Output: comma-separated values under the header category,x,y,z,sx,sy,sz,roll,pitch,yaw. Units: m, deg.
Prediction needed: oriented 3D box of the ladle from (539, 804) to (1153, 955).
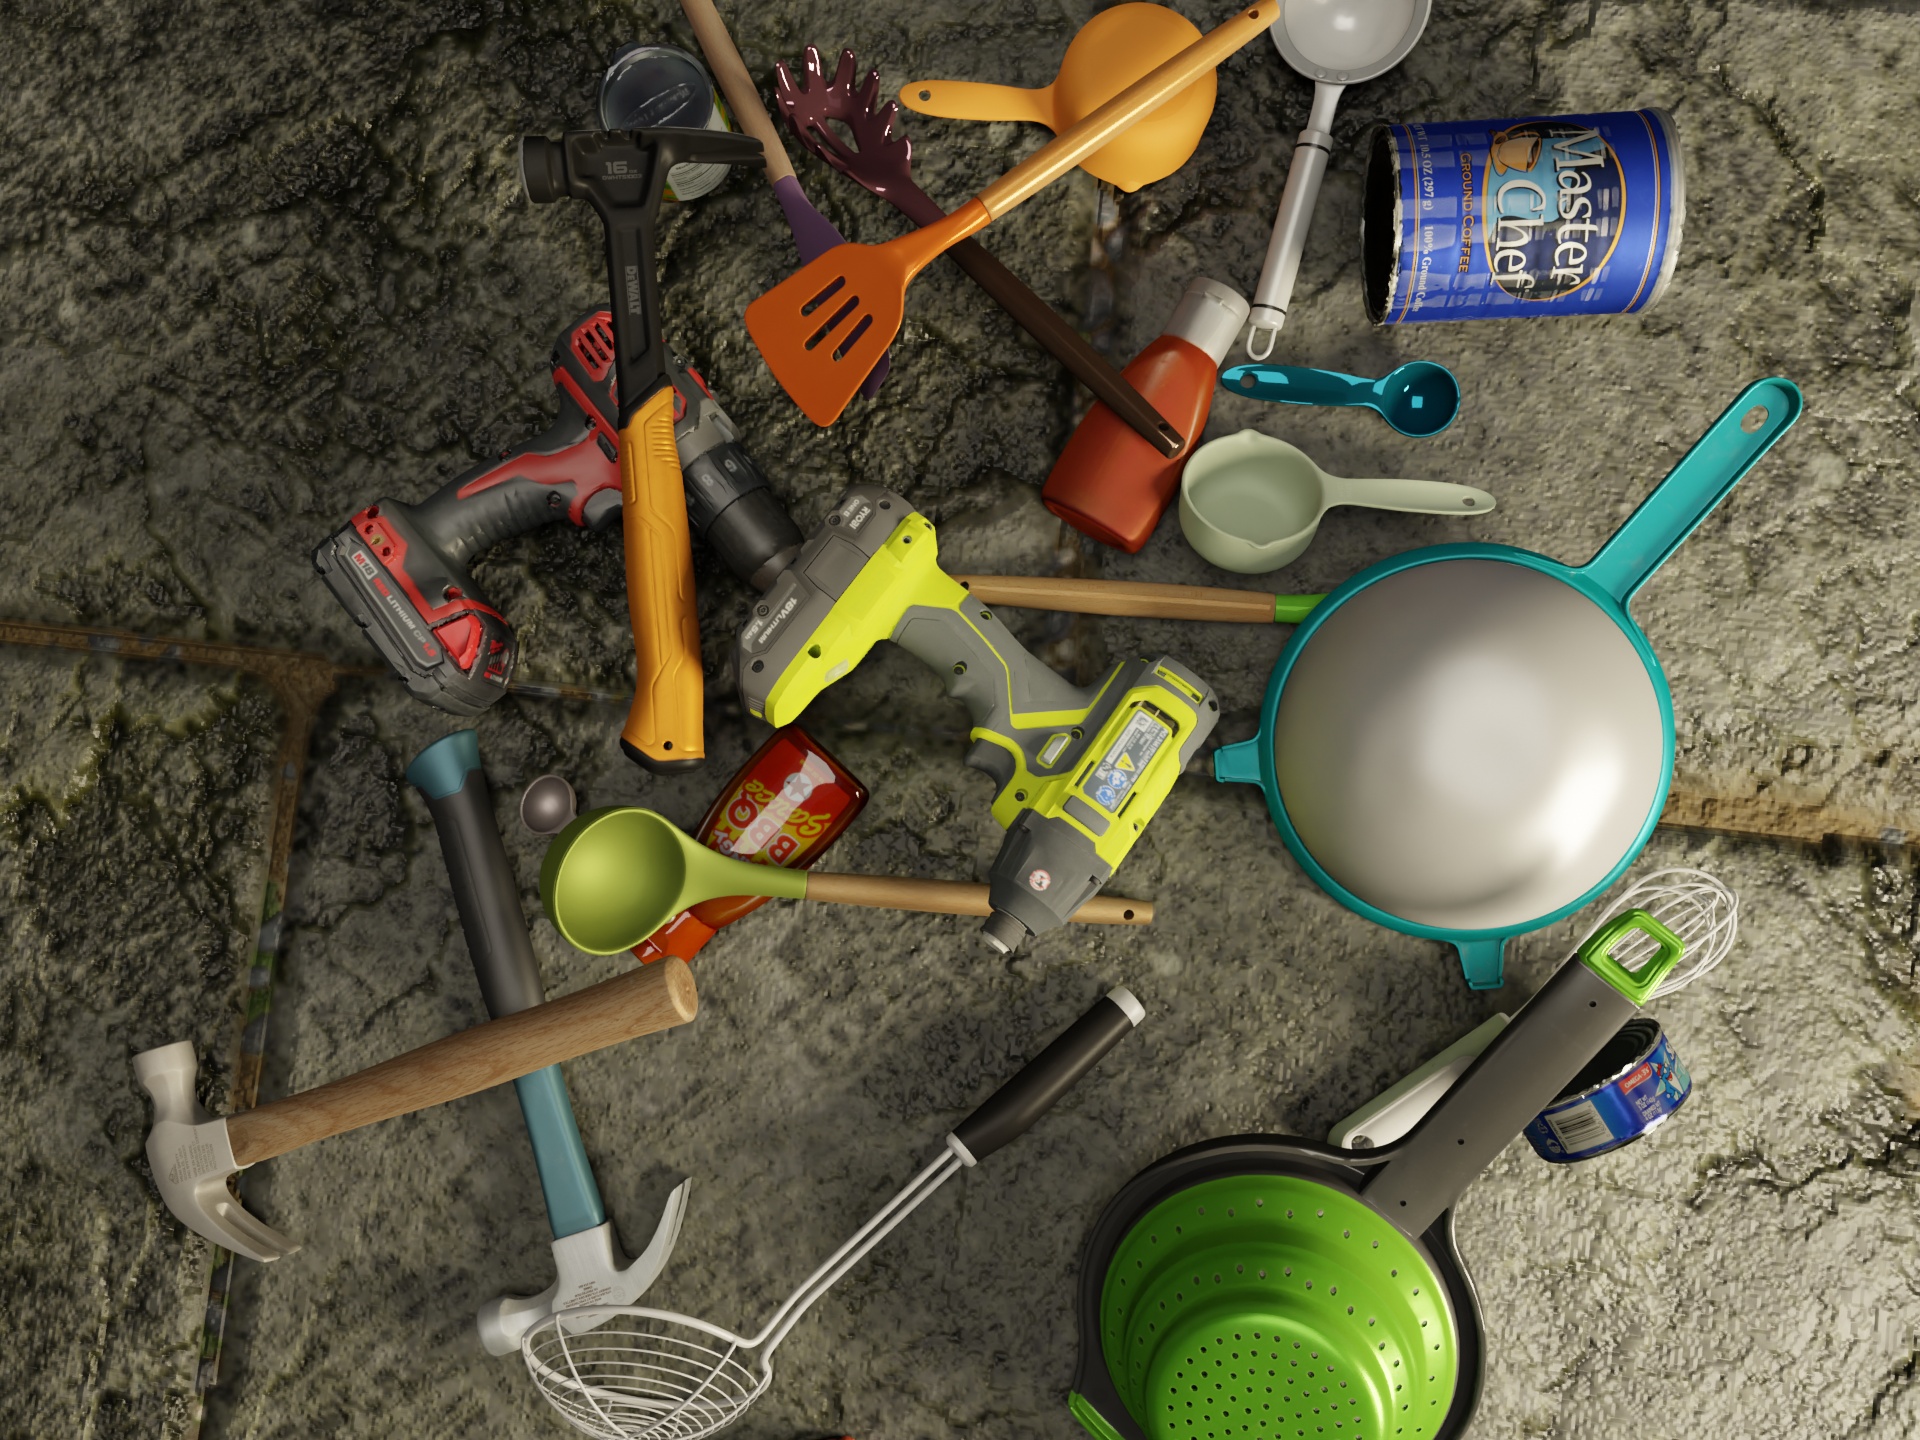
category,x,y,z,sx,sy,sz,roll,pitch,yaw
ladle,-0.053,0.091,0.822,0.320,0.062,0.078,6,103,-9

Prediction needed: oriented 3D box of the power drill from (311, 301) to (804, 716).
category,x,y,z,sx,sy,sz,roll,pitch,yaw
power drill,-0.211,-0.096,0.872,0.226,0.080,0.188,-39,84,-2

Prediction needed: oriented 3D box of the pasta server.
category,x,y,z,sx,sy,sz,roll,pitch,yaw
pasta server,0.009,-0.254,0.861,0.060,0.040,0.316,-37,73,-21

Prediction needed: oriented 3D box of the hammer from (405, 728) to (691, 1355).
category,x,y,z,sx,sy,sz,roll,pitch,yaw
hammer,-0.242,0.167,0.872,0.128,0.033,0.331,-18,84,4

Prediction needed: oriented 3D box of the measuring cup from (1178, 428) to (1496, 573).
category,x,y,z,sx,sy,sz,roll,pitch,yaw
measuring cup,0.199,-0.111,0.850,0.167,0.038,0.083,3,57,-2

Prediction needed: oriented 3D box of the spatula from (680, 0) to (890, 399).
category,x,y,z,sx,sy,sz,roll,pitch,yaw
spatula,-0.109,-0.326,0.898,0.018,0.059,0.316,-20,78,-28

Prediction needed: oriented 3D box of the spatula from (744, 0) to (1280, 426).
category,x,y,z,sx,sy,sz,roll,pitch,yaw
spatula,0.032,-0.278,0.834,0.322,0.041,0.081,-35,81,-1

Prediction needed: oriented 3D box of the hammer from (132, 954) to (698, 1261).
category,x,y,z,sx,sy,sz,roll,pitch,yaw
hammer,-0.290,0.194,0.845,0.331,0.031,0.130,-20,82,13

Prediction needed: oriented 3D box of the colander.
category,x,y,z,sx,sy,sz,roll,pitch,yaw
colander,0.197,0.250,0.746,0.204,0.094,0.397,39,106,6

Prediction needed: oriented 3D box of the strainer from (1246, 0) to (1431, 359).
category,x,y,z,sx,sy,sz,roll,pitch,yaw
strainer,0.195,-0.324,0.873,0.087,0.050,0.258,16,93,15

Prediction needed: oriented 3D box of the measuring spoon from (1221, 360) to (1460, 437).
category,x,y,z,sx,sy,sz,roll,pitch,yaw
measuring spoon,0.208,-0.179,0.875,0.128,0.021,0.042,10,87,14

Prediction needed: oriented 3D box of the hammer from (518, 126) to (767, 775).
category,x,y,z,sx,sy,sz,roll,pitch,yaw
hammer,-0.153,-0.140,0.826,0.127,0.034,0.337,-4,87,-4

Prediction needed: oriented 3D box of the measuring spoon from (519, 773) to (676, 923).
category,x,y,z,sx,sy,sz,roll,pitch,yaw
measuring spoon,-0.194,0.073,0.868,0.124,0.018,0.034,37,90,25

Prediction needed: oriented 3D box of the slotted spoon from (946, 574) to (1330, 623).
category,x,y,z,sx,sy,sz,roll,pitch,yaw
slotted spoon,0.144,-0.065,0.863,0.314,0.031,0.070,4,86,7

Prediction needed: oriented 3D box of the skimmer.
category,x,y,z,sx,sy,sz,roll,pitch,yaw
skimmer,-0.061,0.249,0.839,0.363,0.127,0.090,-40,41,-11

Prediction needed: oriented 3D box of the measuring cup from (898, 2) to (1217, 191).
category,x,y,z,sx,sy,sz,roll,pitch,yaw
measuring cup,0.055,-0.345,0.865,0.173,0.052,0.095,1,87,-6

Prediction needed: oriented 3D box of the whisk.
category,x,y,z,sx,sy,sz,roll,pitch,yaw
whisk,0.294,0.157,0.823,0.246,0.059,0.058,-36,94,6

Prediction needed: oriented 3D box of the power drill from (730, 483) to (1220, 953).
category,x,y,z,sx,sy,sz,roll,pitch,yaw
power drill,-0.001,-0.003,0.820,0.223,0.080,0.171,36,76,4

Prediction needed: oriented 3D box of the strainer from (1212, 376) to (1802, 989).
category,x,y,z,sx,sy,sz,roll,pitch,yaw
strainer,0.296,-0.031,0.781,0.211,0.095,0.340,40,102,3
